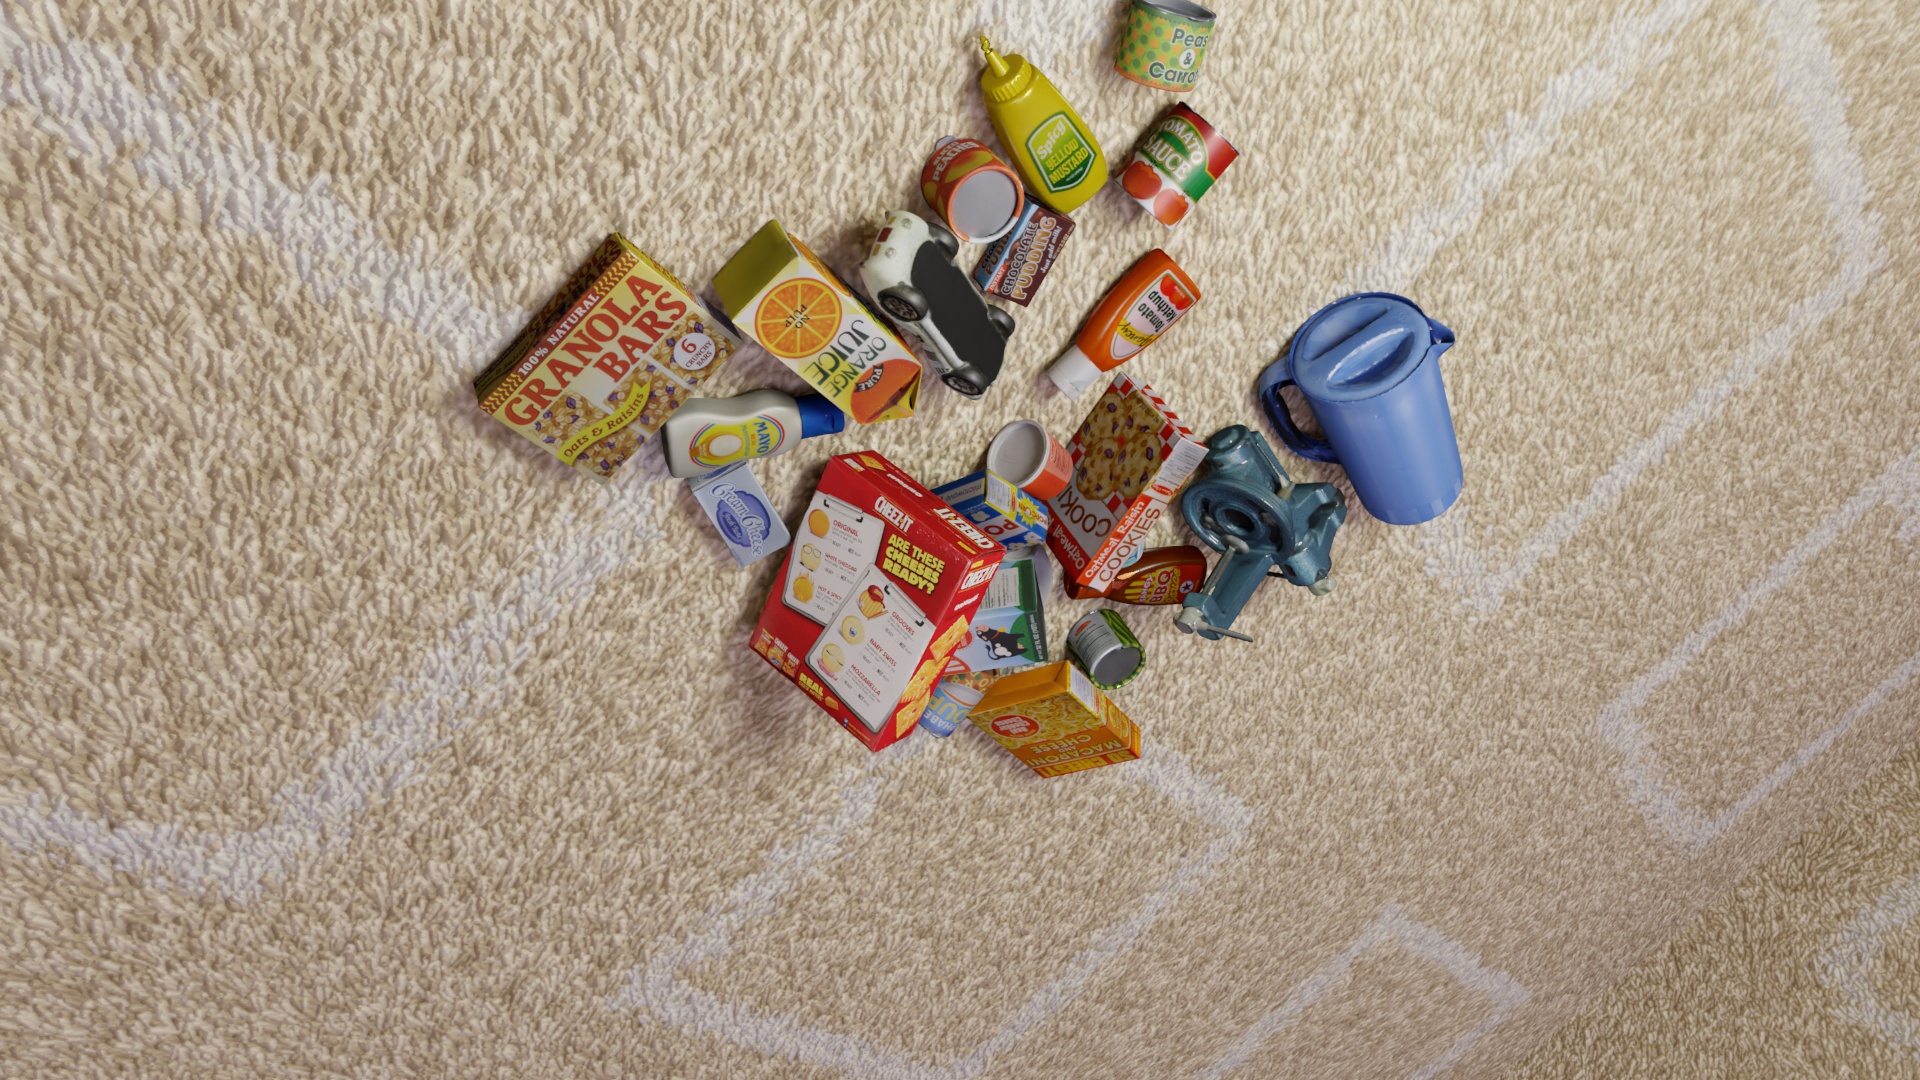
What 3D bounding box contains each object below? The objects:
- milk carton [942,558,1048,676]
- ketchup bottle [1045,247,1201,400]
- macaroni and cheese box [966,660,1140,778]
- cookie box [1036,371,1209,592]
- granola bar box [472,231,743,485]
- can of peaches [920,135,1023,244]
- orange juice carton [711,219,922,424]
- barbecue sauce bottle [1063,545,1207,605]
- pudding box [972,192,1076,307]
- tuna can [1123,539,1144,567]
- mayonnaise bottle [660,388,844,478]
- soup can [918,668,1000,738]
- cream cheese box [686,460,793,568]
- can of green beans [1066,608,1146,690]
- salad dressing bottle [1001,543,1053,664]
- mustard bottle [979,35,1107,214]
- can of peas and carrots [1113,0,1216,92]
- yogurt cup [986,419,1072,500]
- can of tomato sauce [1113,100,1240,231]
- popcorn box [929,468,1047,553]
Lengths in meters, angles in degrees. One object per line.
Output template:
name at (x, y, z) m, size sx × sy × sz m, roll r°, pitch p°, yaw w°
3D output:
milk carton at (-0.017, 0.079, 1.318) m, size 0.190 × 0.074 × 0.072 m, roll -8°, pitch 132°, yaw 6°
ketchup bottle at (0.141, -0.188, 1.234) m, size 0.148 × 0.044 × 0.064 m, roll -43°, pitch 132°, yaw 10°
macaroni and cheese box at (0.101, 0.192, 1.474) m, size 0.123 × 0.040 × 0.166 m, roll -17°, pitch 140°, yaw 28°
cookie box at (0.138, -0.054, 1.281) m, size 0.040 × 0.123 × 0.167 m, roll 21°, pitch 114°, yaw -36°
granola bar box at (-0.270, -0.137, 1.068) m, size 0.165 × 0.039 × 0.124 m, roll -44°, pitch 132°, yaw 10°
can of peaches at (0.008, -0.276, 1.089) m, size 0.071 × 0.058 × 0.070 m, roll -14°, pitch 130°, yaw -17°
orange juice carton at (-0.100, -0.162, 1.113) m, size 0.073 × 0.072 × 0.192 m, roll -43°, pitch 132°, yaw 10°
barbecue sauce bottle at (0.178, 0.038, 1.427) m, size 0.149 × 0.044 × 0.064 m, roll -2°, pitch 127°, yaw -25°
pudding box at (0.052, -0.242, 1.156) m, size 0.050 × 0.030 × 0.083 m, roll 17°, pitch 115°, yaw -34°
tuna can at (0.145, -0.004, 1.363) m, size 0.071 × 0.071 × 0.032 m, roll -14°, pitch 130°, yaw -17°
mayonnaise bottle at (-0.171, -0.094, 1.149) m, size 0.148 × 0.041 × 0.064 m, roll -12°, pitch 130°, yaw -17°
soup can at (-0.009, 0.147, 1.397) m, size 0.071 × 0.071 × 0.083 m, roll 27°, pitch 109°, yaw -39°
cream cheese box at (-0.190, -0.026, 1.204) m, size 0.053 × 0.024 × 0.103 m, roll -29°, pitch 133°, yaw -4°
can of green beans at (0.154, 0.115, 1.464) m, size 0.071 × 0.058 × 0.071 m, roll -14°, pitch 130°, yaw -17°
salad dressing bottle at (0.062, 0.062, 1.387) m, size 0.064 × 0.044 × 0.146 m, roll -18°, pitch 132°, yaw -12°
mustard bottle at (0.056, -0.327, 1.080) m, size 0.065 × 0.049 × 0.160 m, roll -42°, pitch 132°, yaw 4°
can of peas and carrots at (0.159, -0.384, 1.073) m, size 0.071 × 0.071 × 0.058 m, roll -2°, pitch 126°, yaw -25°
yogurt cup at (0.066, -0.071, 1.274) m, size 0.072 × 0.072 × 0.054 m, roll -48°, pitch 139°, yaw 13°
can of tomato sauce at (0.176, -0.308, 1.143) m, size 0.071 × 0.071 × 0.083 m, roll 30°, pitch 109°, yaw -39°
popcorn box at (0.004, -0.016, 1.257) m, size 0.126 × 0.038 × 0.085 m, roll -19°, pitch 145°, yaw 38°
